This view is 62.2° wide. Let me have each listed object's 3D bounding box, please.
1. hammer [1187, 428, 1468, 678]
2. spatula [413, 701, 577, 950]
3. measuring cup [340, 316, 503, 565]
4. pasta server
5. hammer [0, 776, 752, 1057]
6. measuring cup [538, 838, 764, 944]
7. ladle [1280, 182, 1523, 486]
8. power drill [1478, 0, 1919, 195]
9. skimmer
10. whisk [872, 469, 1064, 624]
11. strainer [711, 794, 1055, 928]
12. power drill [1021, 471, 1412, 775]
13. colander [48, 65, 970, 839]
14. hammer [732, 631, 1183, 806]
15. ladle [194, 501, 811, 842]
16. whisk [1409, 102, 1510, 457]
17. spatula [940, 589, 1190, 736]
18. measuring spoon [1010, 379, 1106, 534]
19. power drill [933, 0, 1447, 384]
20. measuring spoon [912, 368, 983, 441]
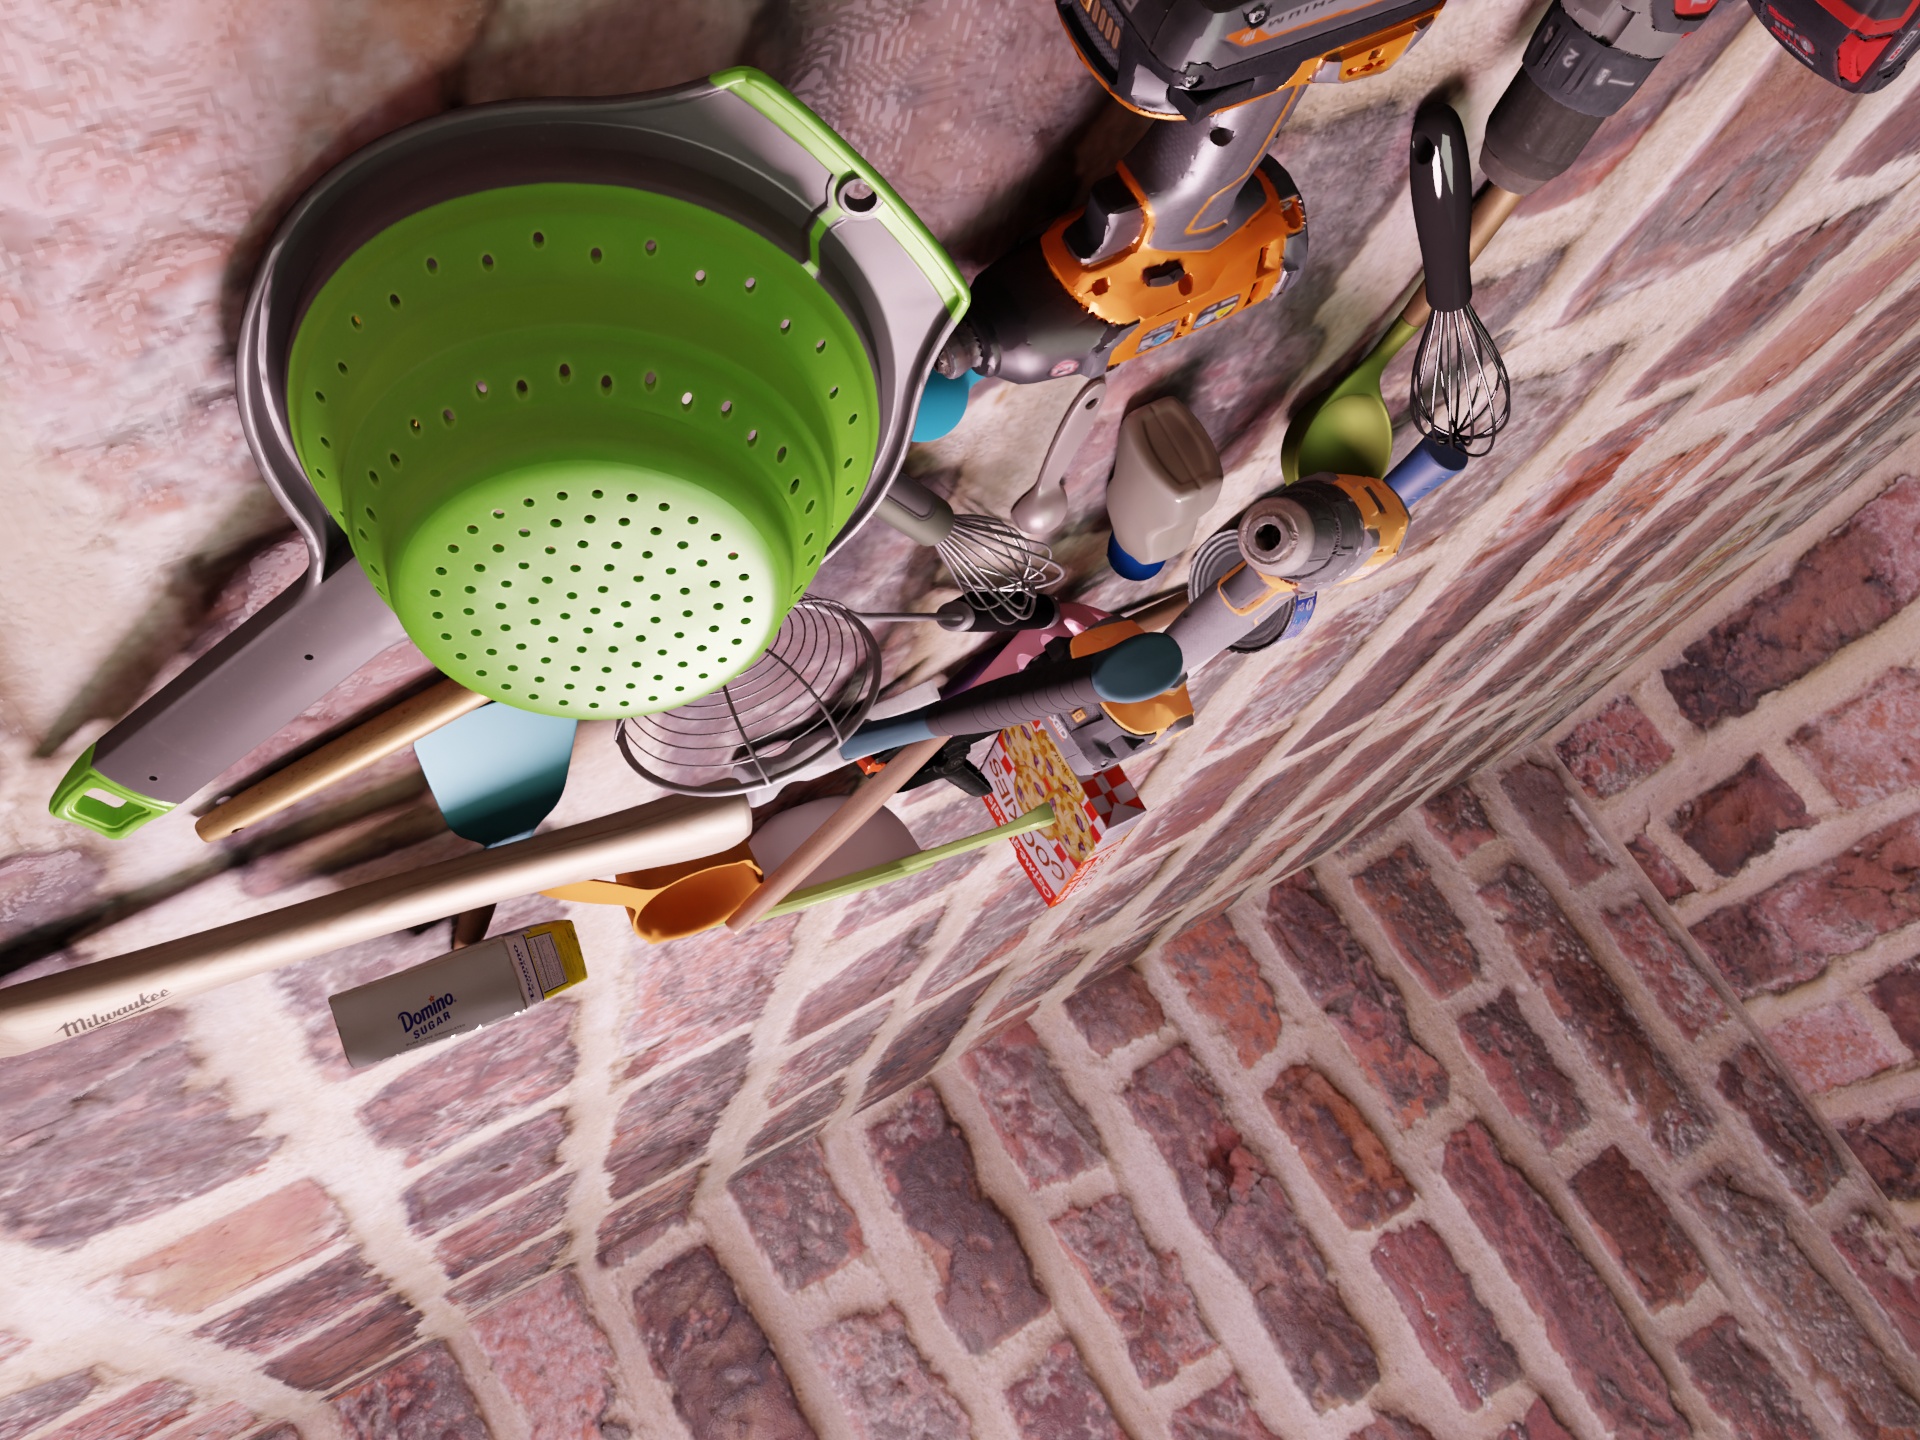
[{"bbox_3d":[0.219,-0.078,1.187,0.144,0.035,0.405,-24,166,-41],"label":"hammer"},{"bbox_3d":[-0.262,0.075,0.871,0.082,0.044,0.317,-21,165,-30],"label":"spatula"},{"bbox_3d":[-0.190,-0.095,0.525,0.062,0.029,0.156,-18,147,-18],"label":"measuring cup"},{"bbox_3d":[-0.026,0.030,1.020,0.316,0.040,0.060,-43,169,-7],"label":"pasta server"},{"bbox_3d":[-0.295,0.092,0.744,0.410,0.038,0.146,-16,158,-21],"label":"hammer"},{"bbox_3d":[-0.199,0.088,0.975,0.095,0.052,0.173,-41,150,23],"label":"measuring cup"},{"bbox_3d":[0.268,-0.231,0.870,0.078,0.062,0.320,-12,153,-28],"label":"ladle"},{"bbox_3d":[0.342,-0.320,0.696,0.226,0.080,0.187,-17,152,-32],"label":"power drill"},{"bbox_3d":[-0.037,-0.026,0.853,0.363,0.127,0.090,-9,109,-61],"label":"skimmer"},{"bbox_3d":[-0.010,-0.096,0.786,0.059,0.058,0.246,-7,168,23],"label":"whisk"},{"bbox_3d":[-0.054,0.074,1.067,0.256,0.069,0.151,-20,176,30],"label":"strainer"},{"bbox_3d":[0.141,-0.059,0.906,0.226,0.084,0.185,-38,170,27],"label":"power drill"},{"bbox_3d":[-0.172,-0.029,0.503,0.397,0.095,0.204,-31,137,24],"label":"colander"},{"bbox_3d":[-0.001,-0.003,0.872,0.128,0.033,0.331,-25,-174,-34],"label":"hammer"},{"bbox_3d":[-0.191,-0.026,0.700,0.315,0.031,0.069,-28,171,-4],"label":"ladle"},{"bbox_3d":[0.251,-0.216,0.811,0.055,0.055,0.238,-32,145,0],"label":"whisk"},{"bbox_3d":[0.112,-0.064,1.118,0.316,0.018,0.059,-24,130,-30],"label":"spatula"},{"bbox_3d":[0.057,-0.134,0.836,0.034,0.018,0.124,-23,160,-25],"label":"measuring spoon"},{"bbox_3d":[0.070,-0.203,0.566,0.164,0.084,0.226,-27,166,-15],"label":"power drill"},{"bbox_3d":[0.026,-0.157,0.711,0.128,0.021,0.042,-28,163,-9],"label":"measuring spoon"}]
